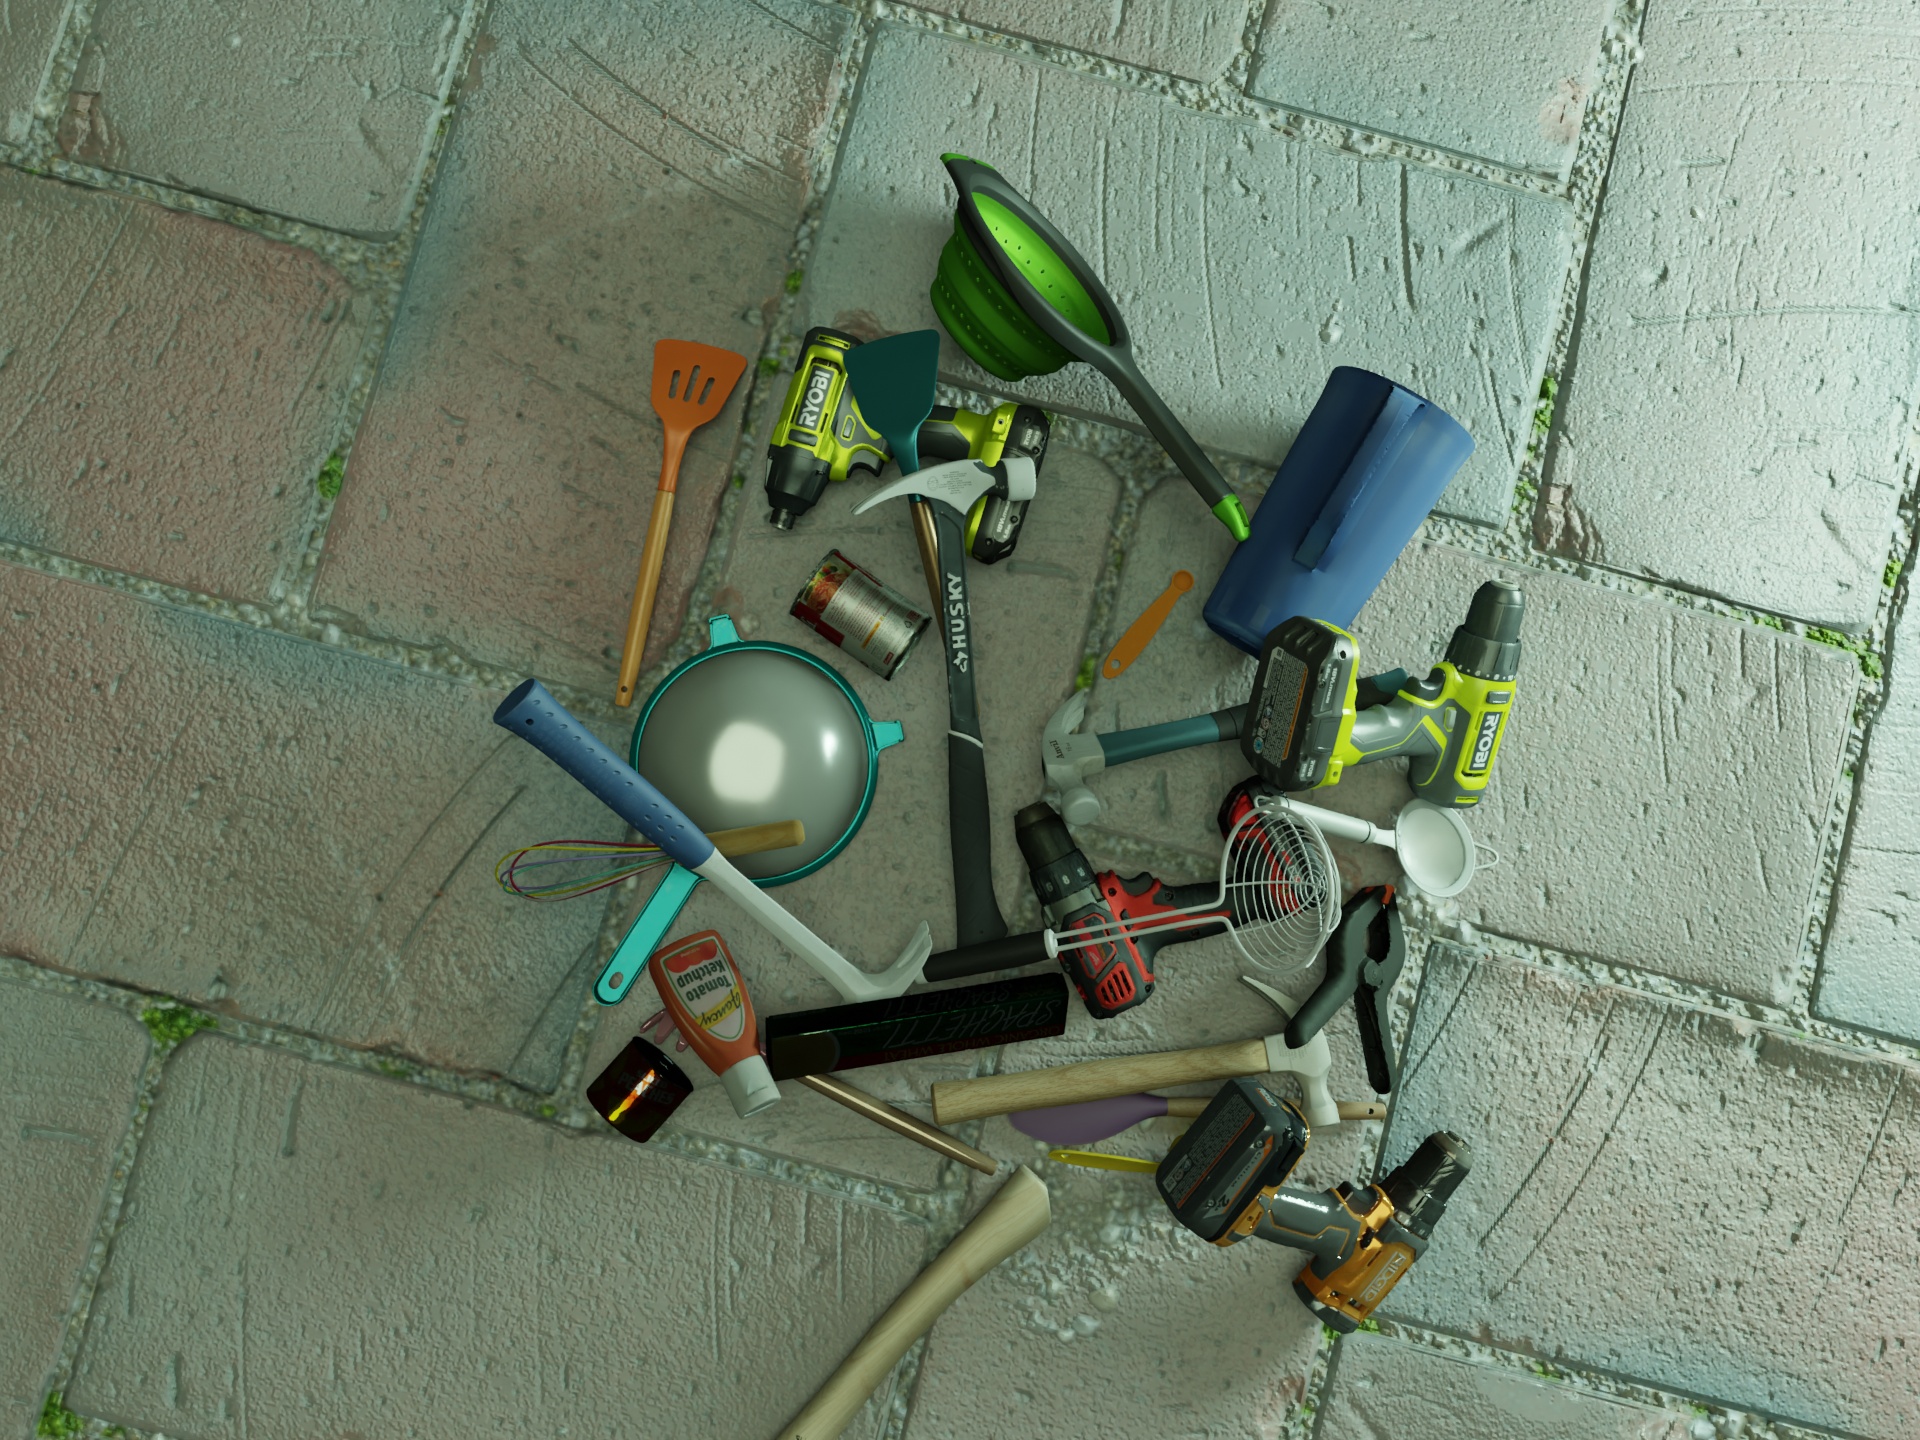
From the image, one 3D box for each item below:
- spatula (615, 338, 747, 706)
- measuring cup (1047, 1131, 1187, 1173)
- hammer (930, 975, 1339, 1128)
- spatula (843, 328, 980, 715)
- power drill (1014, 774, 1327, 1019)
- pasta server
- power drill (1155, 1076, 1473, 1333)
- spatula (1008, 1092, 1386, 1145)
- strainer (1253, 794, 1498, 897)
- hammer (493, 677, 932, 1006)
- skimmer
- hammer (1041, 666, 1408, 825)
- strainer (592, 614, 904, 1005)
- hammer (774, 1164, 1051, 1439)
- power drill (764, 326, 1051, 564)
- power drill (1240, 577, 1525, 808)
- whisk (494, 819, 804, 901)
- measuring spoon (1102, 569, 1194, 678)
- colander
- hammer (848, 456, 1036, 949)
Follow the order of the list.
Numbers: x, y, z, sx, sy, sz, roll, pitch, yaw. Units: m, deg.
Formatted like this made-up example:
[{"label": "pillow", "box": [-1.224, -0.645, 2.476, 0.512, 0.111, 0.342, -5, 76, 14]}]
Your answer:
[{"label": "spatula", "box": [-0.255, -0.170, 1.361, 0.081, 0.041, 0.322, 12, 89, -1]}, {"label": "measuring cup", "box": [0.151, 0.358, 1.322, 0.156, 0.062, 0.029, 3, 47, 11]}, {"label": "hammer", "box": [0.140, 0.291, 1.316, 0.331, 0.031, 0.130, -8, 75, -2]}, {"label": "spatula", "box": [-0.024, -0.156, 1.301, 0.082, 0.044, 0.317, -11, 101, 11]}, {"label": "power drill", "box": [0.169, 0.122, 1.324, 0.226, 0.080, 0.188, -25, 86, -1]}, {"label": "pasta server", "box": [-0.114, 0.309, 1.314, 0.316, 0.060, 0.040, 27, 68, -3]}, {"label": "power drill", "box": [0.290, 0.370, 1.264, 0.226, 0.084, 0.185, 36, 95, -23]}, {"label": "spatula", "box": [0.198, 0.327, 1.333, 0.316, 0.018, 0.060, 1, 81, -1]}, {"label": "strainer", "box": [0.337, 0.093, 1.310, 0.258, 0.050, 0.087, 16, 66, -29]}, {"label": "hammer", "box": [-0.186, 0.108, 1.219, 0.144, 0.035, 0.405, -39, 119, 11]}, {"label": "skimmer", "box": [0.117, 0.158, 1.234, 0.363, 0.090, 0.127, -15, 72, 19]}, {"label": "hammer", "box": [0.225, 0.004, 1.331, 0.331, 0.033, 0.128, -11, 42, -11]}, {"label": "strainer", "box": [-0.207, 0.087, 1.302, 0.211, 0.095, 0.340, 32, 83, 1]}, {"label": "hammer", "box": [-0.083, 0.521, 1.298, 0.146, 0.038, 0.410, 42, 85, 3]}, {"label": "power drill", "box": [-0.049, -0.219, 1.347, 0.223, 0.080, 0.171, 18, 89, 3]}, {"label": "power drill", "box": [0.352, -0.024, 1.281, 0.228, 0.080, 0.190, 0, 111, -26]}, {"label": "whisk", "box": [-0.245, 0.105, 1.250, 0.245, 0.051, 0.047, -9, 101, 0]}, {"label": "measuring spoon", "box": [0.161, -0.082, 1.374, 0.021, 0.011, 0.117, 39, 88, 2]}, {"label": "colander", "box": [0.091, -0.287, 1.321, 0.094, 0.204, 0.397, -39, 84, 26]}, {"label": "hammer", "box": [-0.002, -0.004, 1.293, 0.149, 0.036, 0.409, -6, 102, -10]}]
